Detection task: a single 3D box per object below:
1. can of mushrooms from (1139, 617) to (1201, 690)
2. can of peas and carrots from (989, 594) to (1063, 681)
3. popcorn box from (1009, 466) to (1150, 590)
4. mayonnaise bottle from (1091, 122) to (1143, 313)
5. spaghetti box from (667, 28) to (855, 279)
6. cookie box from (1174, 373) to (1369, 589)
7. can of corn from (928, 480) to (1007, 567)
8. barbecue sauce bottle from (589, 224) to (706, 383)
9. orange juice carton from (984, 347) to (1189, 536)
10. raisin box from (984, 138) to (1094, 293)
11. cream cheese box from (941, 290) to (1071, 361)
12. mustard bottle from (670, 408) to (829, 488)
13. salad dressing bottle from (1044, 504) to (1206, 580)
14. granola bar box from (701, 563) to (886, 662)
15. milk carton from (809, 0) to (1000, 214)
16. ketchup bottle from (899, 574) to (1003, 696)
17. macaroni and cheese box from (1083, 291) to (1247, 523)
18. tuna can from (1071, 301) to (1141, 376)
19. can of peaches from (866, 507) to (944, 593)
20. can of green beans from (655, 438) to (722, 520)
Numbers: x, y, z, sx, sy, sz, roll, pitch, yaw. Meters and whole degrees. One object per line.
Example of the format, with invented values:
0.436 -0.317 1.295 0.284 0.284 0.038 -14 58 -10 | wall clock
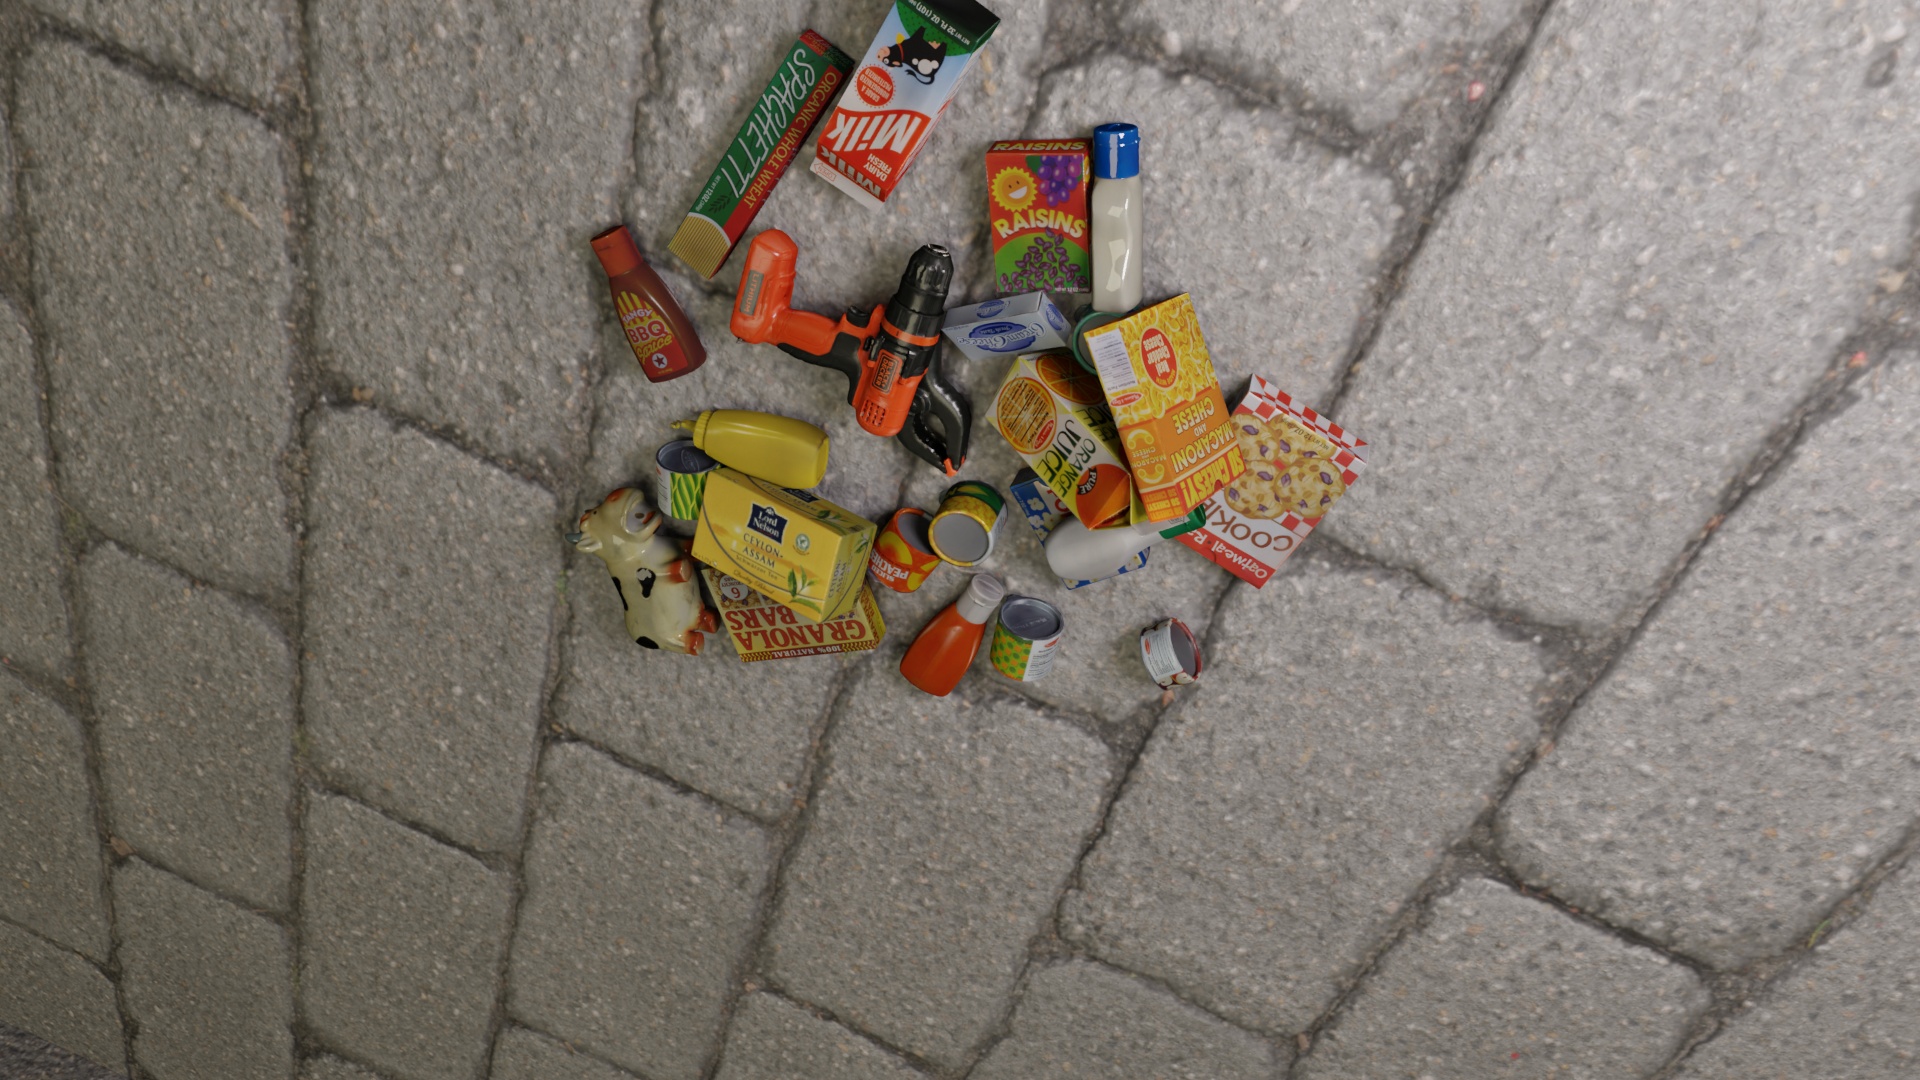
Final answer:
0.207 0.111 1.362 0.033 0.071 0.071 -25 112 29 | can of mushrooms
0.064 0.098 1.401 0.071 0.071 0.058 17 126 7 | can of peas and carrots
0.115 -0.021 1.322 0.085 0.038 0.126 -19 115 29 | popcorn box
0.129 -0.266 1.146 0.041 0.065 0.147 6 119 19 | mayonnaise bottle
-0.179 -0.334 1.221 0.050 0.029 0.249 38 126 -9 | spaghetti box
0.266 -0.049 1.252 0.123 0.040 0.166 31 126 -3 | cookie box
0.005 -0.017 1.348 0.071 0.058 0.070 8 124 13 | can of corn
-0.301 -0.226 1.323 0.065 0.044 0.148 -12 117 26 | barbecue sauce bottle
0.116 -0.077 1.212 0.193 0.072 0.072 49 130 22 | orange juice carton
0.070 -0.273 1.173 0.086 0.040 0.122 4 124 17 | raisin box
0.040 -0.188 1.223 0.103 0.024 0.053 -5 149 36 | cream cheese box
-0.210 -0.099 1.372 0.160 0.049 0.065 17 123 8 | mustard bottle
0.150 -0.007 1.268 0.147 0.044 0.064 -19 108 27 | salad dressing bottle
-0.175 0.063 1.472 0.165 0.039 0.123 -7 118 22 | granola bar box
-0.053 -0.359 1.136 0.072 0.074 0.189 34 126 -5 | milk carton
-0.005 0.097 1.435 0.065 0.044 0.148 31 126 -4 | ketchup bottle
0.175 -0.113 1.161 0.040 0.124 0.166 -14 100 40 | macaroni and cheese box
0.130 -0.179 1.218 0.071 0.033 0.070 8 124 12 | tuna can
-0.053 0.010 1.378 0.071 0.071 0.057 36 125 -7 | can of peaches
-0.274 -0.062 1.406 0.071 0.071 0.057 13 126 10 | can of green beans
